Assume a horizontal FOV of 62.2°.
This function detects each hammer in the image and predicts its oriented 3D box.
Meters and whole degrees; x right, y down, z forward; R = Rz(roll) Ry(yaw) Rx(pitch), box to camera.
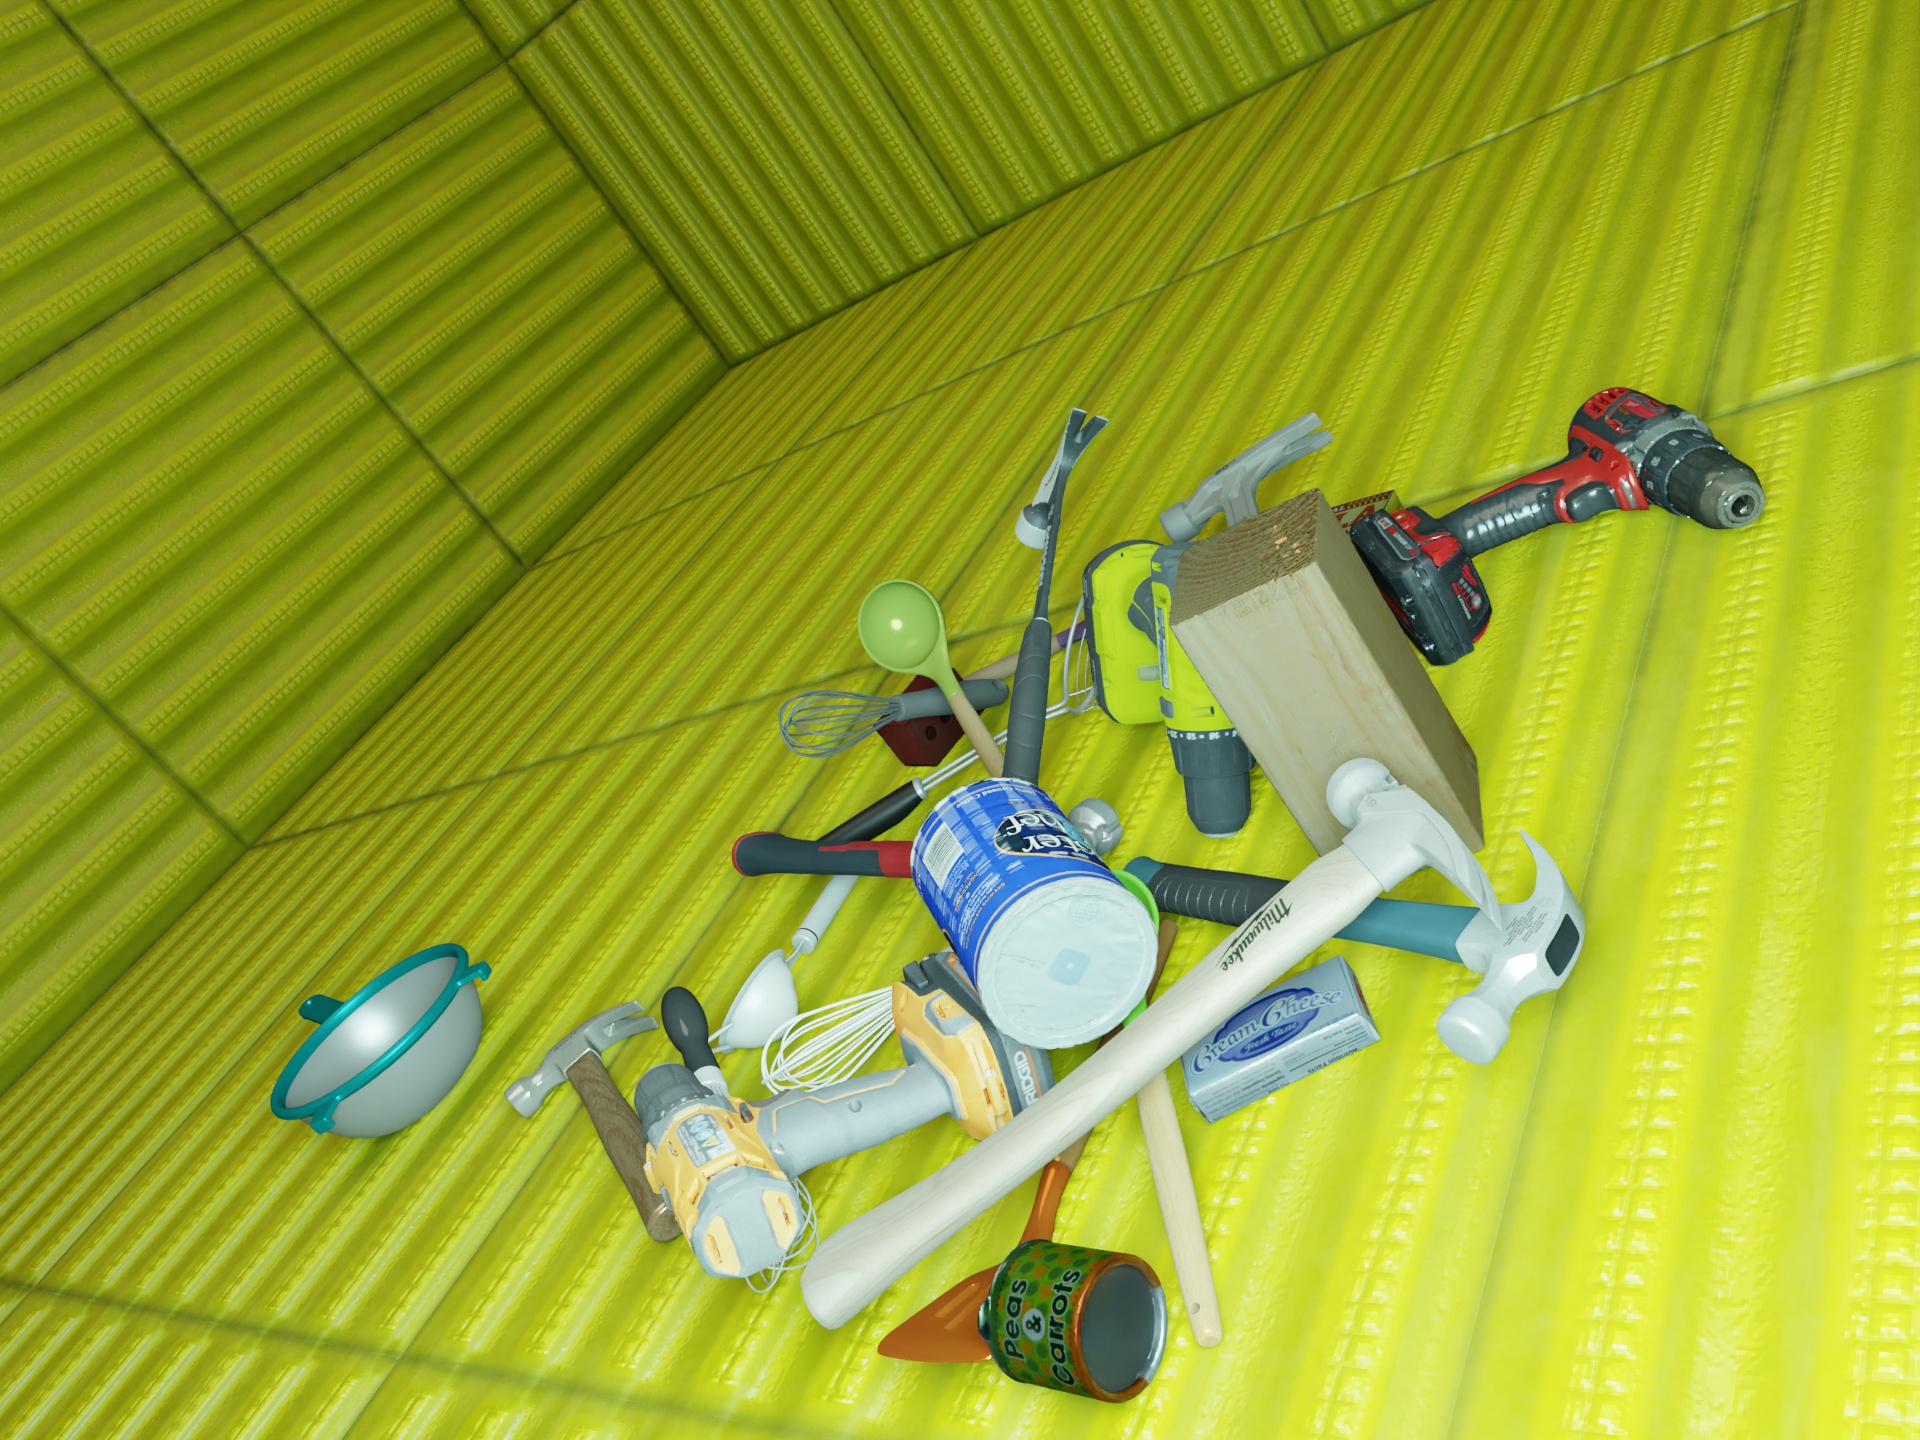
[{"bbox_3d":[0.063,-0.079,1.204,0.409,0.036,0.149,-80,10,-45],"label":"hammer"},{"bbox_3d":[0.192,0.105,0.870,0.128,0.033,0.331,-42,20,-23],"label":"hammer"},{"bbox_3d":[0.230,-0.087,1.144,0.149,0.036,0.359,-32,34,23],"label":"hammer"},{"bbox_3d":[0.083,0.181,0.807,0.410,0.038,0.146,-40,22,6],"label":"hammer"},{"bbox_3d":[-0.064,0.111,1.182,0.386,0.038,0.143,-5,23,48],"label":"hammer"},{"bbox_3d":[-0.257,0.299,1.192,0.130,0.031,0.331,-43,24,-13],"label":"hammer"}]

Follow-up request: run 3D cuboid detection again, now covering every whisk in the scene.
[{"bbox_3d":[-0.030,0.182,1.080,0.246,0.058,0.059,-32,-11,0],"label":"whisk"},{"bbox_3d":[-0.157,0.260,1.038,0.070,0.070,0.285,-38,34,-2],"label":"whisk"},{"bbox_3d":[-0.051,-0.009,1.334,0.239,0.055,0.055,-11,5,-37],"label":"whisk"}]

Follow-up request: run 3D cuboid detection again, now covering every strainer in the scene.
[{"bbox_3d":[-0.548,0.311,1.501,0.211,0.095,0.340,-47,23,-28],"label":"strainer"},{"bbox_3d":[-0.121,0.175,1.226,0.258,0.050,0.086,-58,-13,-50],"label":"strainer"}]

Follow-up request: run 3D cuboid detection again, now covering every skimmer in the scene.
[{"bbox_3d":[0.001,0.003,1.313,0.363,0.090,0.127,-33,24,9],"label":"skimmer"}]

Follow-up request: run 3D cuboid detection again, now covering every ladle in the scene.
[{"bbox_3d":[-0.002,-0.004,1.251,0.078,0.062,0.321,-52,41,20],"label":"ladle"}]

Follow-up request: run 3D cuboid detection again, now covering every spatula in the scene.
[{"bbox_3d":[0.068,-0.062,1.432,0.316,0.018,0.060,-26,25,21],"label":"spatula"},{"bbox_3d":[0.059,0.223,0.883,0.081,0.041,0.323,-16,30,41],"label":"spatula"}]

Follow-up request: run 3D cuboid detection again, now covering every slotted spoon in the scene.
[{"bbox_3d":[0.100,0.194,0.855,0.070,0.031,0.314,-39,30,20],"label":"slotted spoon"}]

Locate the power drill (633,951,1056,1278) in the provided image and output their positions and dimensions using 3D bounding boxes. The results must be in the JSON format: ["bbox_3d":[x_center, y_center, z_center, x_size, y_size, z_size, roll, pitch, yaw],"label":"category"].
[{"bbox_3d":[-0.080,0.220,0.944,0.226,0.084,0.185,-23,22,-20],"label":"power drill"}]

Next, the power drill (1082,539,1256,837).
[{"bbox_3d":[0.150,-0.034,1.101,0.080,0.190,0.229,-8,12,-6],"label":"power drill"}]

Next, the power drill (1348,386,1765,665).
[{"bbox_3d":[0.389,-0.128,1.042,0.226,0.080,0.188,-29,24,9],"label":"power drill"}]
